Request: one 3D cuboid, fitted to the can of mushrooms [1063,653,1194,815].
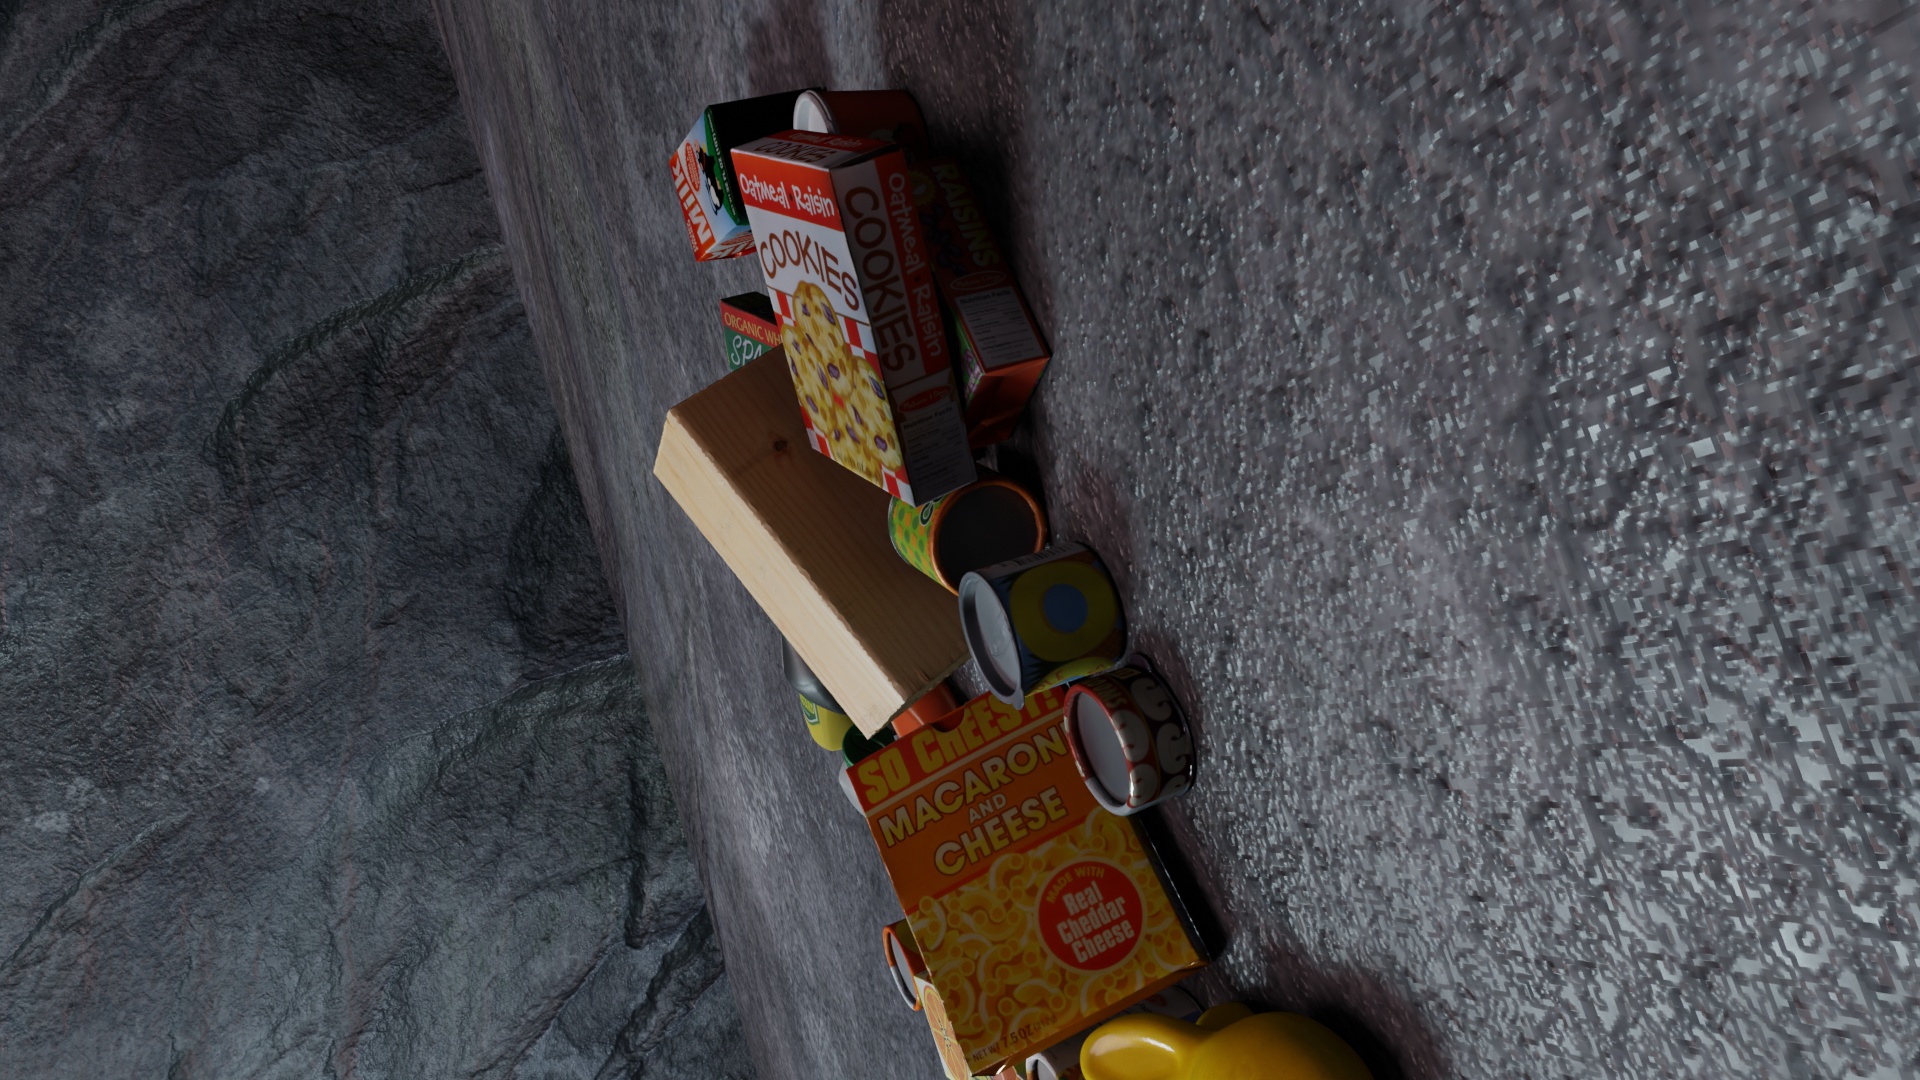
[{"bbox_3d":[0.077,0.091,0.649,0.071,0.033,0.071,164,89,-71],"label":"can of mushrooms"}]

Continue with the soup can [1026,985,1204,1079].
[{"bbox_3d":[0.085,0.274,0.696,0.071,0.084,0.071,51,151,45],"label":"soup can"}]

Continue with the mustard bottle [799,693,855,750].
[{"bbox_3d":[-0.111,0.089,1.123,0.065,0.049,0.159,31,134,59],"label":"mustard bottle"}]

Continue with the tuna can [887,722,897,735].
[{"bbox_3d":[-0.062,0.113,1.035,0.071,0.033,0.070,-128,29,-45],"label":"tuna can"}]

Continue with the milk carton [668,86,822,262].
[{"bbox_3d":[-0.140,-0.233,0.913,0.190,0.073,0.072,-174,69,-69],"label":"milk carton"}]

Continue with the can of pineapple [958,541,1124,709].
[{"bbox_3d":[0.039,0.041,0.673,0.071,0.058,0.071,164,89,-70],"label":"can of pineapple"}]

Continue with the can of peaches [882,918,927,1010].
[{"bbox_3d":[-0.020,0.308,1.039,0.071,0.058,0.071,164,89,-71],"label":"can of peaches"}]

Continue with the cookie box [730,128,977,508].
[{"bbox_3d":[-0.053,-0.113,0.685,0.123,0.040,0.166,31,140,55],"label":"cookie box"}]

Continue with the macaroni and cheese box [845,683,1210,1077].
[{"bbox_3d":[0.030,0.160,0.695,0.167,0.123,0.040,63,-174,26],"label":"macaroni and cheese box"}]

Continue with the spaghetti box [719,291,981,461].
[{"bbox_3d":[-0.074,-0.101,0.836,0.250,0.029,0.050,29,132,47],"label":"spaghetti box"}]

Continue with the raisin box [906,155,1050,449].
[{"bbox_3d":[-0.006,-0.117,0.698,0.085,0.040,0.123,116,134,-63],"label":"raisin box"}]

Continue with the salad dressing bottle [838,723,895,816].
[{"bbox_3d":[-0.060,0.168,1.003,0.064,0.044,0.147,24,159,12],"label":"salad dressing bottle"}]

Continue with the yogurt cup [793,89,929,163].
[{"bbox_3d":[-0.051,-0.204,0.728,0.072,0.054,0.072,165,89,-70],"label":"yogurt cup"}]

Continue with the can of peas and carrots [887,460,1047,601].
[{"bbox_3d":[0.003,-0.009,0.718,0.059,0.071,0.070,29,133,61],"label":"can of peas and carrots"}]

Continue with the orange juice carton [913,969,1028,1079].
[{"bbox_3d":[0.038,0.302,0.860,0.073,0.072,0.192,71,160,4],"label":"orange juice carton"}]

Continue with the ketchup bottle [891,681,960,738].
[{"bbox_3d":[-0.019,0.124,0.913,0.064,0.044,0.149,94,152,-47],"label":"ketchup bottle"}]
